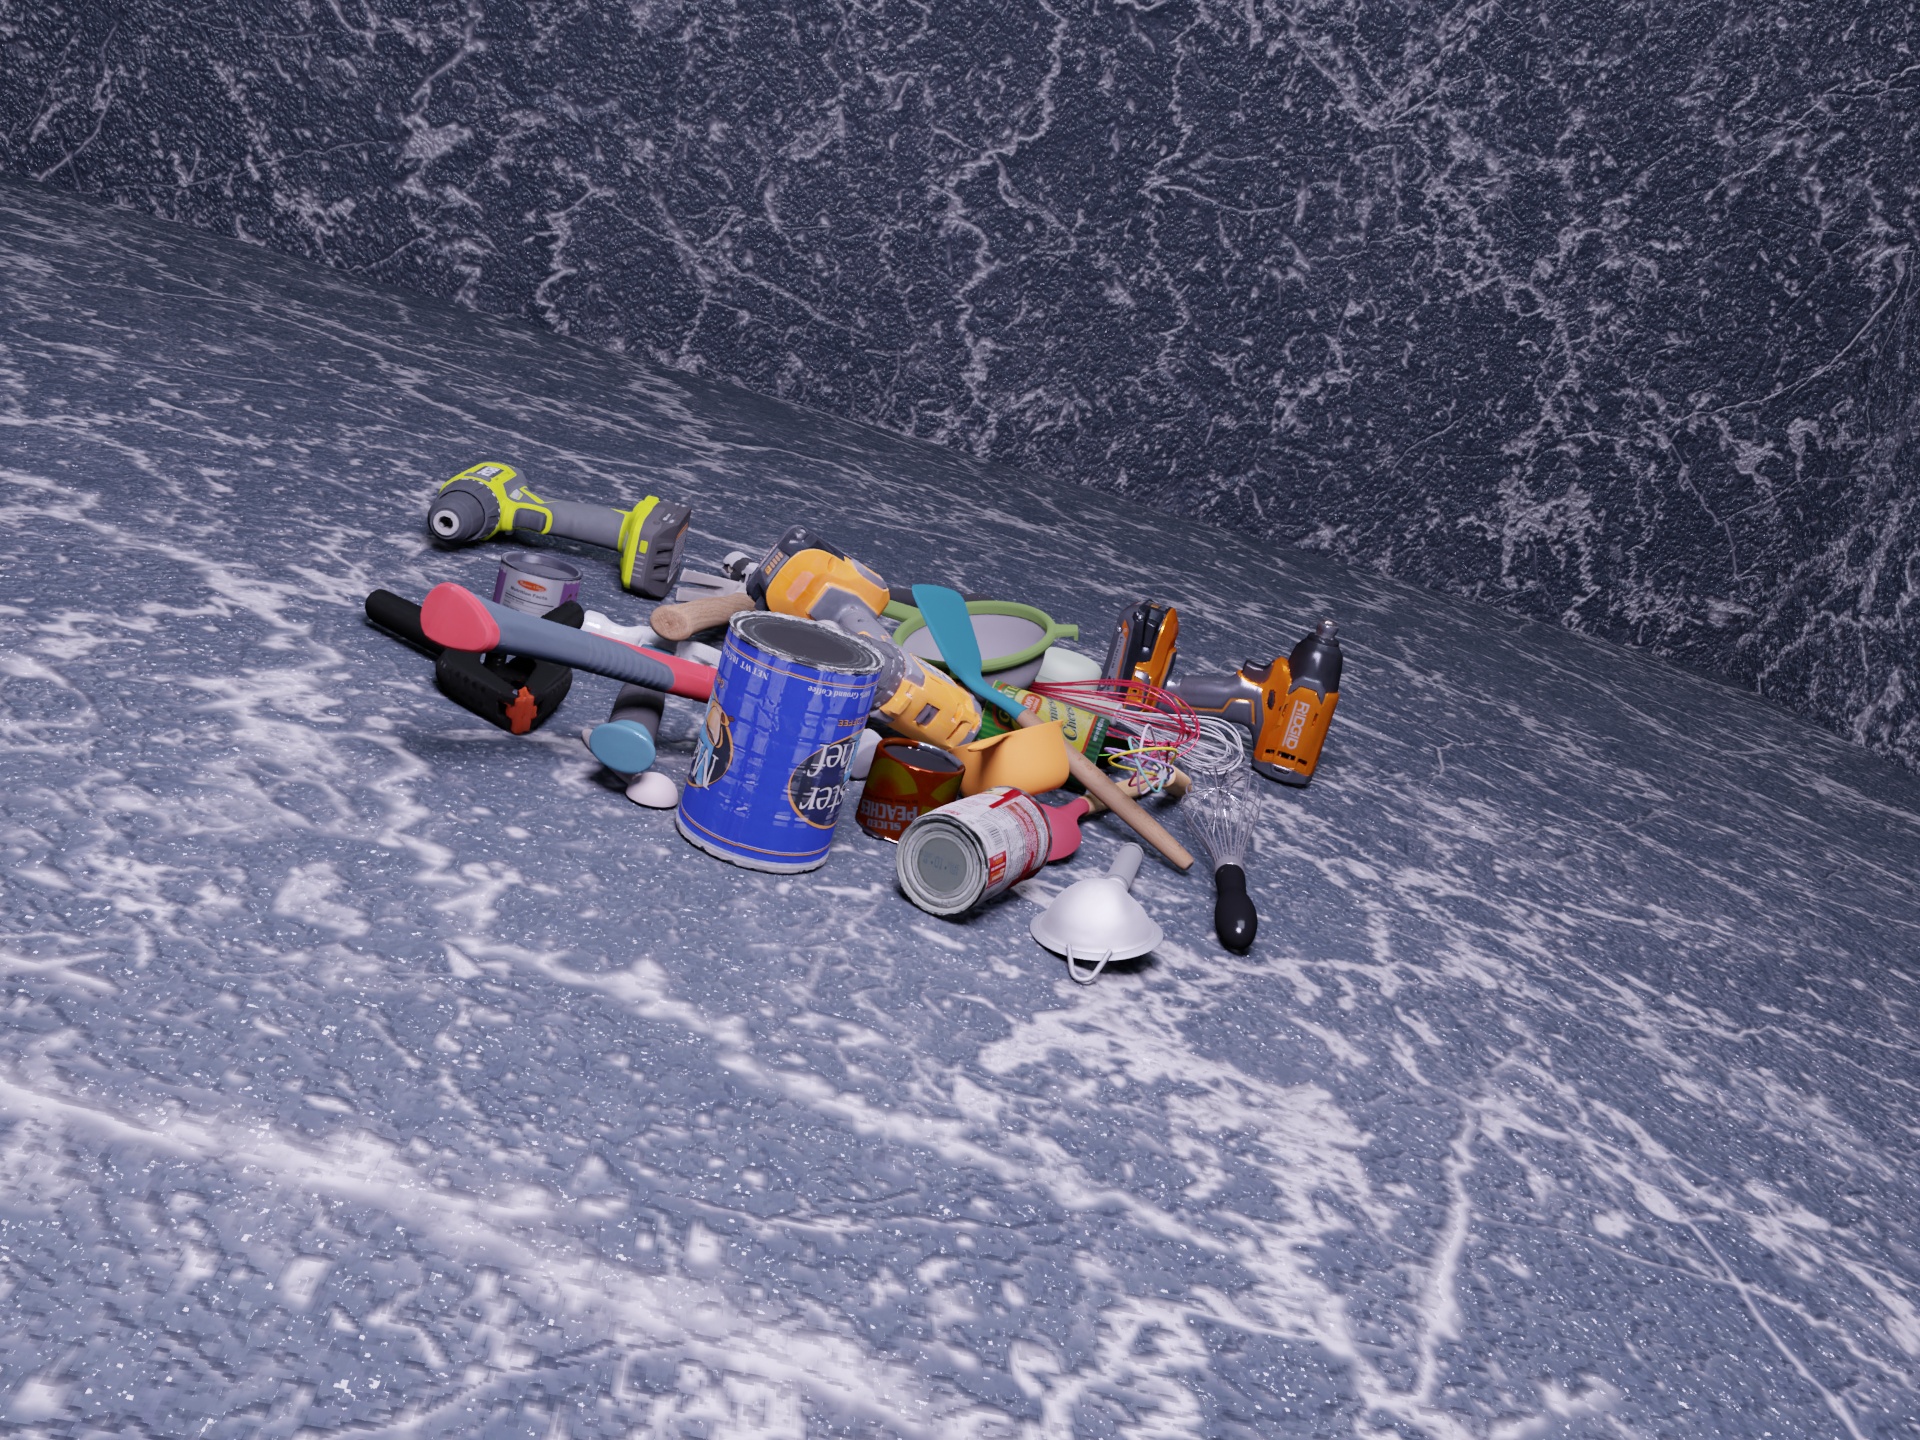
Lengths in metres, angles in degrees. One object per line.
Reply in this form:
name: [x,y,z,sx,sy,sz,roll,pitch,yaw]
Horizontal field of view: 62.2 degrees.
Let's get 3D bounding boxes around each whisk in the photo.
whisk: [0.085,-0.024,1.508,0.296,0.073,0.073,17,15,18]
whisk: [0.160,-0.003,1.548,0.246,0.058,0.059,20,-18,18]
whisk: [0.204,0.104,1.222,0.070,0.070,0.285,17,21,0]
whisk: [0.166,0.042,1.301,0.051,0.047,0.244,53,8,16]

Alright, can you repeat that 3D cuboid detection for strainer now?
strainer: [0.104,0.116,1.097,0.087,0.050,0.258,6,10,12]
strainer: [-0.019,-0.066,1.496,0.151,0.069,0.257,-24,30,-34]

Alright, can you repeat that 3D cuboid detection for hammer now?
hammer: [-0.209,-0.040,1.094,0.143,0.038,0.386,43,14,33]
hammer: [-0.218,-0.099,1.419,0.130,0.031,0.331,16,9,3]
hammer: [-0.084,-0.130,1.720,0.334,0.035,0.146,2,21,-43]
hammer: [-0.235,-0.022,1.177,0.128,0.033,0.331,15,13,-10]

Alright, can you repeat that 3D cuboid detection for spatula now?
spatula: [0.073,0.004,1.273,0.318,0.044,0.082,43,19,22]

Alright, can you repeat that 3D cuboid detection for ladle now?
ladle: [0.108,0.068,1.284,0.069,0.031,0.315,24,16,22]

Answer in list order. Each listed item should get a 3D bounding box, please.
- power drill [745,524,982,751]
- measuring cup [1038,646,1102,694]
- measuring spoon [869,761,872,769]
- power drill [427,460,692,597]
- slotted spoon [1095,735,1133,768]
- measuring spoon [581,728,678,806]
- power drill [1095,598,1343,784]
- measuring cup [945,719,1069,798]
power drill: [-0.097,-0.074,1.316,0.185,0.084,0.226,29,15,-46]
measuring cup: [0.068,-0.062,1.641,0.167,0.038,0.083,16,16,-11]
measuring spoon: [-0.039,0.047,1.225,0.042,0.021,0.128,29,9,14]
power drill: [-0.384,-0.185,1.516,0.228,0.080,0.191,13,16,-5]
slotted spoon: [-0.002,-0.004,1.405,0.313,0.031,0.070,15,15,-3]
measuring spoon: [-0.227,0.026,1.080,0.034,0.018,0.124,4,21,-40]
power drill: [0.262,-0.046,1.576,0.226,0.164,0.084,19,16,13]
measuring cup: [0.032,0.037,1.176,0.095,0.052,0.173,-15,-1,10]
